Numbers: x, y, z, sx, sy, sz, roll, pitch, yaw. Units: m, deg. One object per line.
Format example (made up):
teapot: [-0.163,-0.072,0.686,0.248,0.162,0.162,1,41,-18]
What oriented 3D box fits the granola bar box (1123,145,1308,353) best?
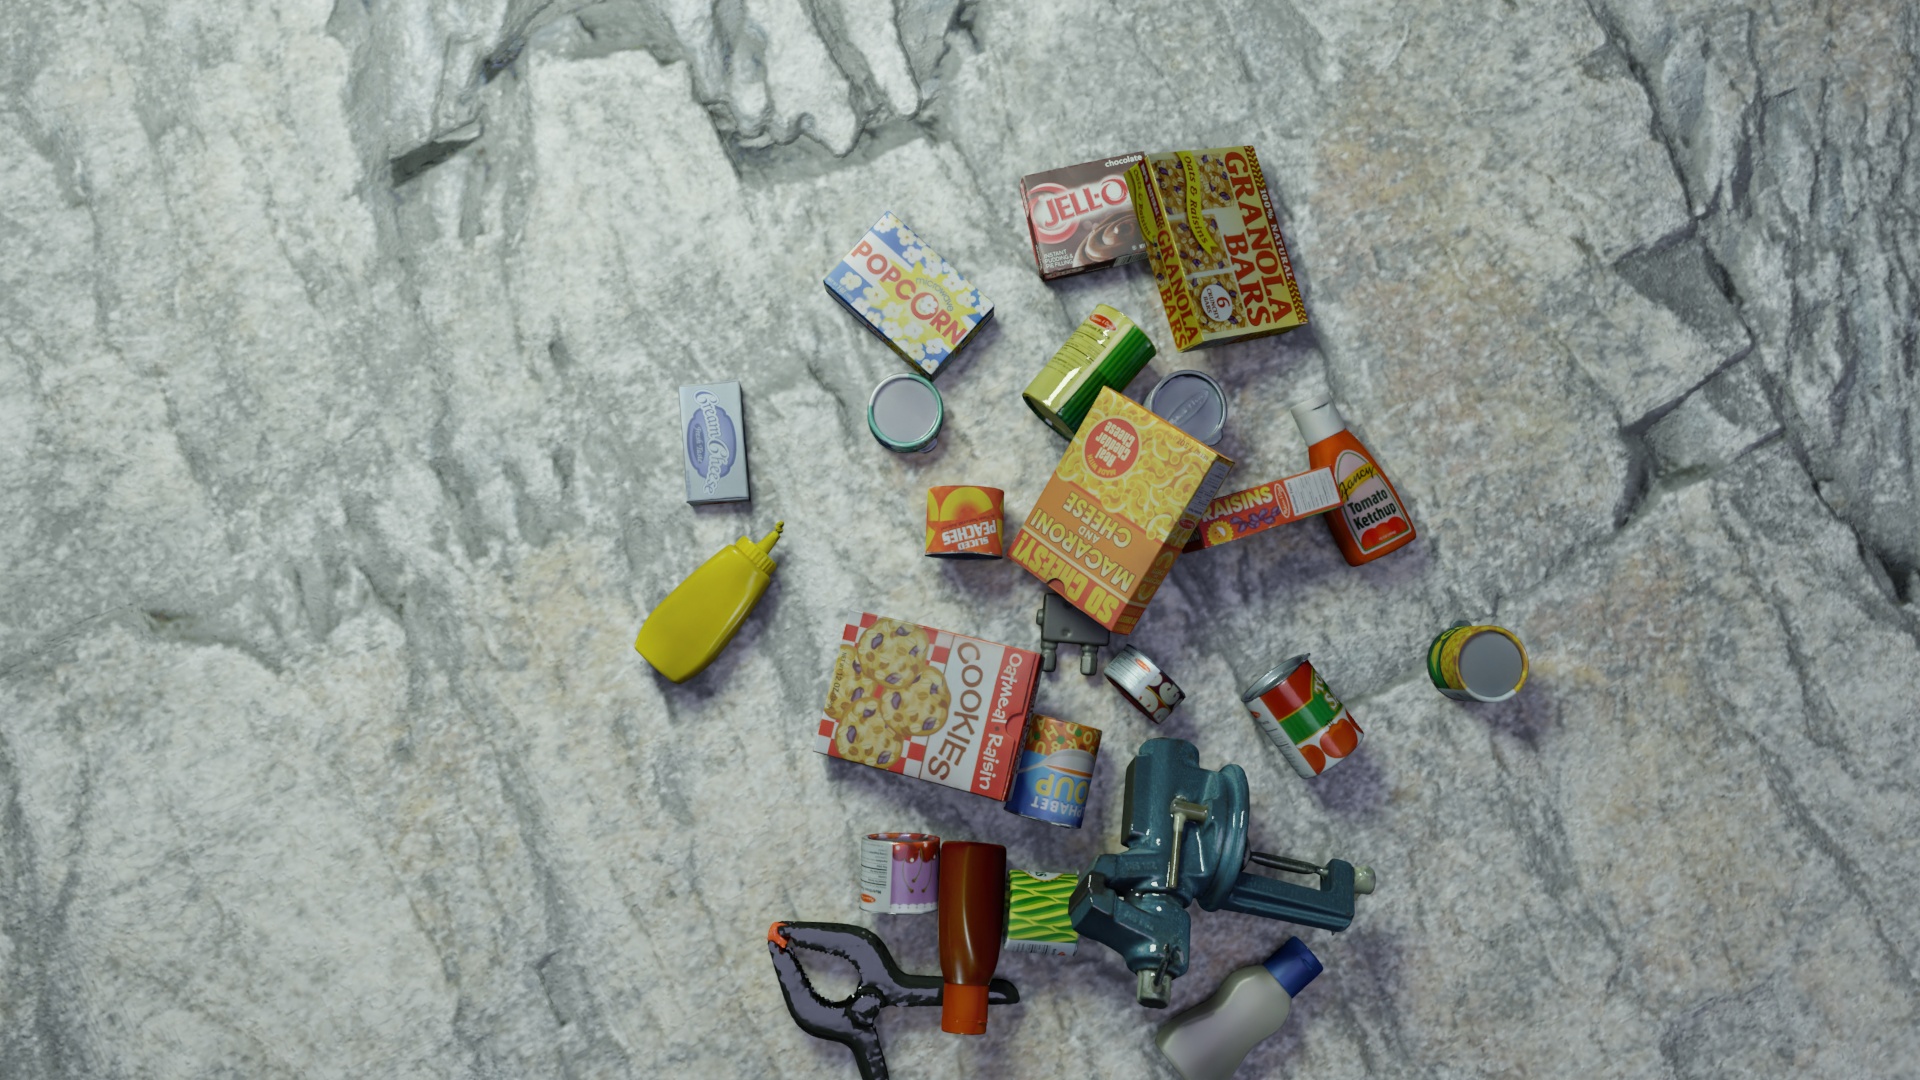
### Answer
granola bar box: [0.220,-0.251,1.193,0.124,0.039,0.165,-14,85,-30]

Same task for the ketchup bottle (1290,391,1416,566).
ketchup bottle: [0.333,-0.055,1.201,0.065,0.043,0.149,-25,86,-9]

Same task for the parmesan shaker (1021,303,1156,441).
parmesan shaker: [0.108,-0.143,1.189,0.071,0.071,0.103,41,85,1]

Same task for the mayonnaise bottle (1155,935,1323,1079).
mayonnaise bottle: [0.236,0.392,1.157,0.148,0.041,0.065,-39,89,-7]

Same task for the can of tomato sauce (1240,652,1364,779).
can of tomato sauce: [0.289,0.147,1.168,0.071,0.071,0.083,-37,88,-5]

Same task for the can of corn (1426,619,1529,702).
can of corn: [0.440,0.102,1.184,0.071,0.058,0.071,0,85,-3]

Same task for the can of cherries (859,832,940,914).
can of cherries: [-0.047,0.273,1.143,0.071,0.071,0.058,1,84,-3]

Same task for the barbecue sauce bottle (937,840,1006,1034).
barbecue sauce bottle: [0.007,0.321,1.126,0.043,0.065,0.149,-7,72,35]

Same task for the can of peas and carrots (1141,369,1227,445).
can of peas and carrots: [0.192,-0.107,1.191,0.071,0.058,0.071,0,86,-3]

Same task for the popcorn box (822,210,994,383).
popcorn box: [-0.044,-0.210,1.200,0.127,0.038,0.085,42,84,1]

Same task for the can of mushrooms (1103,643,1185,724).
can of mushrooms: [0.155,0.122,1.166,0.071,0.071,0.033,43,85,1]

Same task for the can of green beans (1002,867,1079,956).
can of green beans: [0.067,0.306,1.143,0.058,0.071,0.071,5,85,-2]

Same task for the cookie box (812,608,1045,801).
cookie box: [-0.025,0.135,1.144,0.167,0.040,0.123,12,84,16]

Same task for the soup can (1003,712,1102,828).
soup can: [0.079,0.191,1.152,0.071,0.071,0.084,14,84,-1]

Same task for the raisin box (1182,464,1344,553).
raisin box: [0.248,-0.026,1.173,0.123,0.086,0.040,-17,88,-4]

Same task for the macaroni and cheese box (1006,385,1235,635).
macaroni and cheese box: [0.128,-0.025,1.141,0.124,0.040,0.166,36,101,33]

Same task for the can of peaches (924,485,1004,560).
can of peaches: [0.004,-0.015,1.168,0.071,0.071,0.058,2,84,-2]

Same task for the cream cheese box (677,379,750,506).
cream cheese box: [-0.210,-0.083,1.187,0.053,0.024,0.104,-5,85,-4]

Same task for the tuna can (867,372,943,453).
tuna can: [-0.046,-0.108,1.193,0.071,0.033,0.071,0,84,-2]

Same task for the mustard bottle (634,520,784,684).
mustard bottle: [-0.200,0.046,1.164,0.065,0.049,0.160,43,84,1]
